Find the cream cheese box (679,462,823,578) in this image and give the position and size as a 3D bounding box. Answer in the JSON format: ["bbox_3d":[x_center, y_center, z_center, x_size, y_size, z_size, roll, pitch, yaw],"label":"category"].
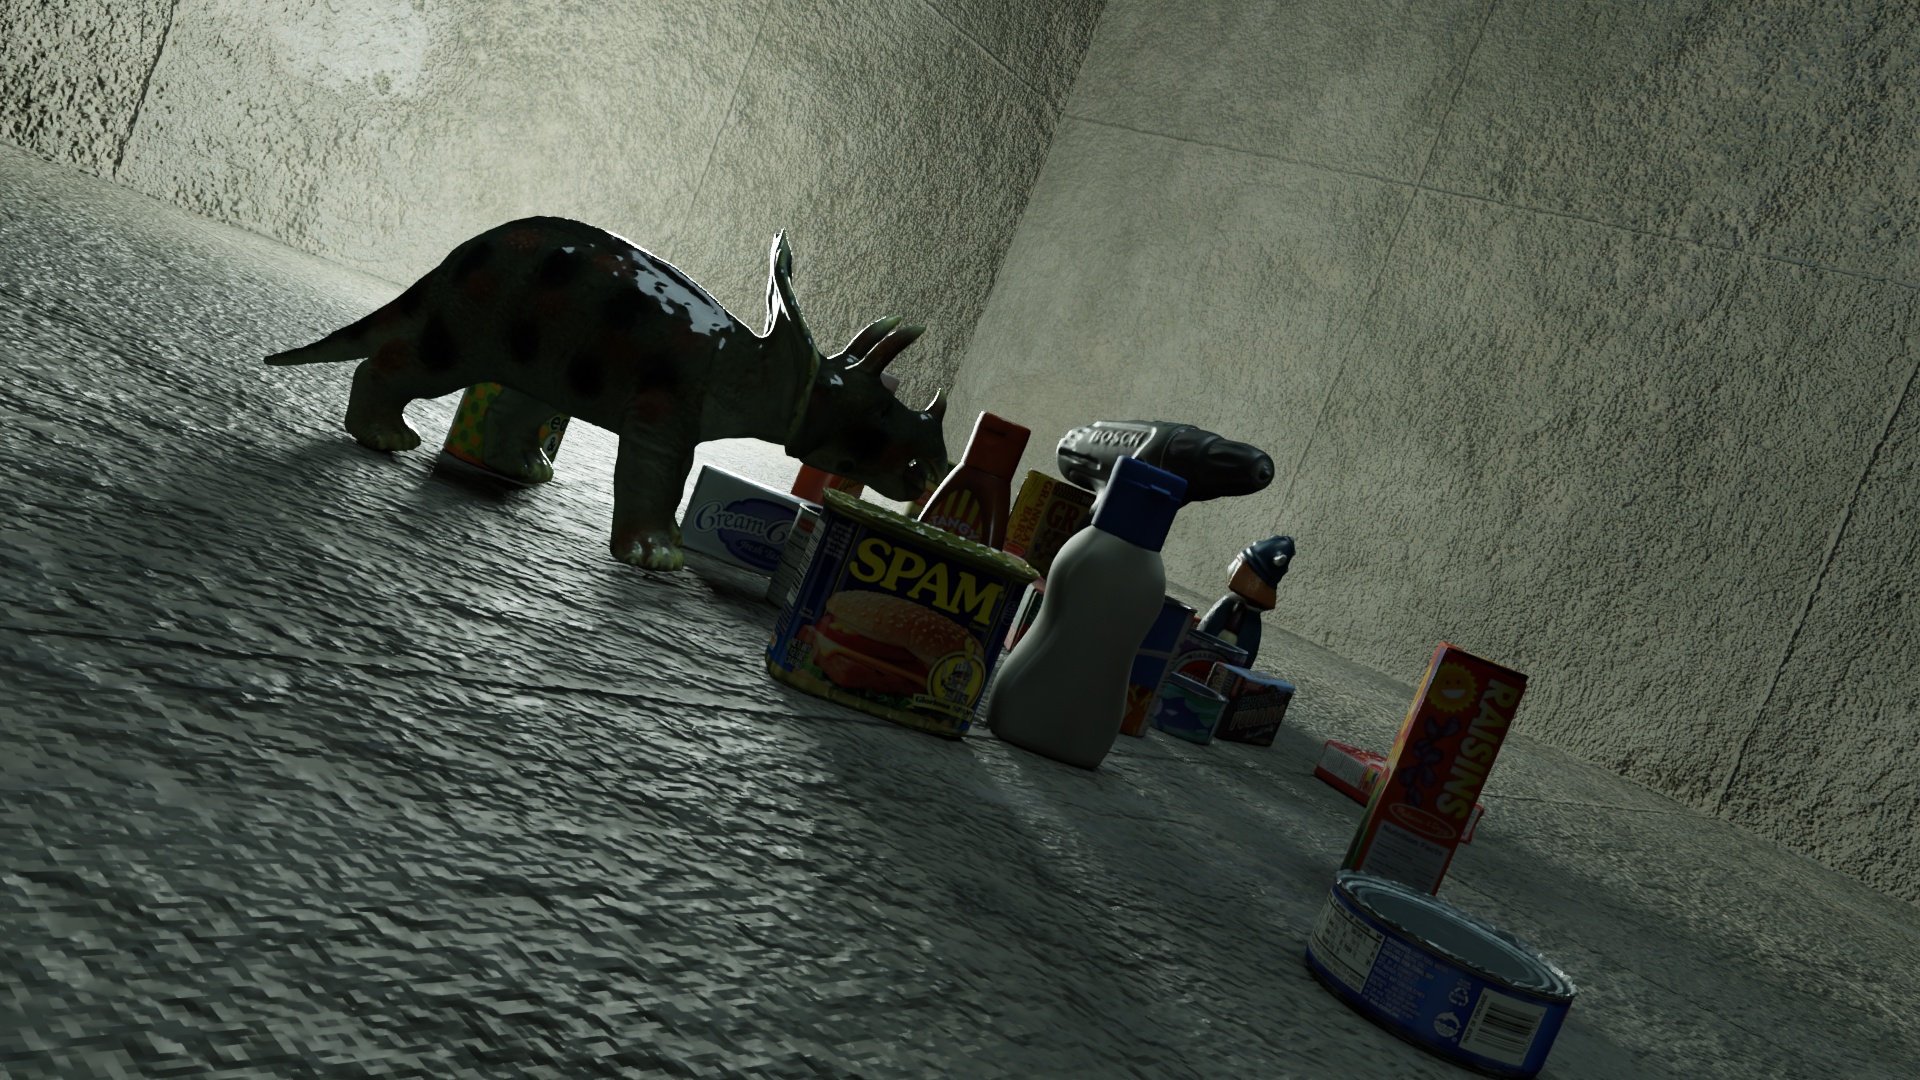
[{"bbox_3d":[-0.120,-0.006,0.865,0.104,0.053,0.024,21,3,-13],"label":"cream cheese box"}]

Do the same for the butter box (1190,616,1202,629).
[{"bbox_3d":[0.193,0.085,1.355,0.024,0.053,0.103,20,4,-28],"label":"butter box"}]

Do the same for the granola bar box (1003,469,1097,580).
[{"bbox_3d":[0.101,0.015,1.282,0.039,0.124,0.165,25,5,41],"label":"granola bar box"}]

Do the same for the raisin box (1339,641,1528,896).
[{"bbox_3d":[0.213,0.109,0.630,0.040,0.123,0.086,23,4,18],"label":"raisin box"}]

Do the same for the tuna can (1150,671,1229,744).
[{"bbox_3d":[0.139,0.106,0.919,0.071,0.033,0.071,22,4,-1],"label":"tuna can"}]

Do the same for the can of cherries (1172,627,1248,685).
[{"bbox_3d":[0.173,0.098,1.033,0.071,0.058,0.071,22,4,-1],"label":"can of cherries"}]

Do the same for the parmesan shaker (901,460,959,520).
[{"bbox_3d":[-0.017,-0.016,1.208,0.071,0.103,0.071,22,3,-1],"label":"parmesan shaker"}]

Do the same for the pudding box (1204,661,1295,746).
[{"bbox_3d":[0.203,0.118,0.997,0.030,0.049,0.084,25,5,39],"label":"pudding box"}]

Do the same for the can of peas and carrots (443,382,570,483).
[{"bbox_3d":[-0.278,-0.073,0.866,0.071,0.058,0.071,22,4,-1],"label":"can of peas and carrots"}]

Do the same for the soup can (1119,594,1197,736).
[{"bbox_3d":[0.095,0.067,0.843,0.071,0.083,0.071,22,4,-1],"label":"soup can"}]

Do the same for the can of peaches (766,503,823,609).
[{"bbox_3d":[-0.069,0.018,0.794,0.071,0.058,0.071,22,4,-1],"label":"can of peaches"}]

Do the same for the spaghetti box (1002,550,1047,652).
[{"bbox_3d":[0.043,0.047,1.077,0.029,0.050,0.250,22,4,-7],"label":"spaghetti box"}]

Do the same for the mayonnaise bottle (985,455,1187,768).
[{"bbox_3d":[0.066,0.033,0.676,0.065,0.148,0.041,21,3,-15],"label":"mayonnaise bottle"}]

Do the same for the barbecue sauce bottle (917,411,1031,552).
[{"bbox_3d":[0.003,-0.012,0.928,0.065,0.148,0.043,23,3,17],"label":"barbecue sauce bottle"}]

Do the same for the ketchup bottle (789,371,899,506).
[{"bbox_3d":[-0.088,-0.054,0.993,0.043,0.148,0.065,23,4,19],"label":"ketchup bottle"}]
